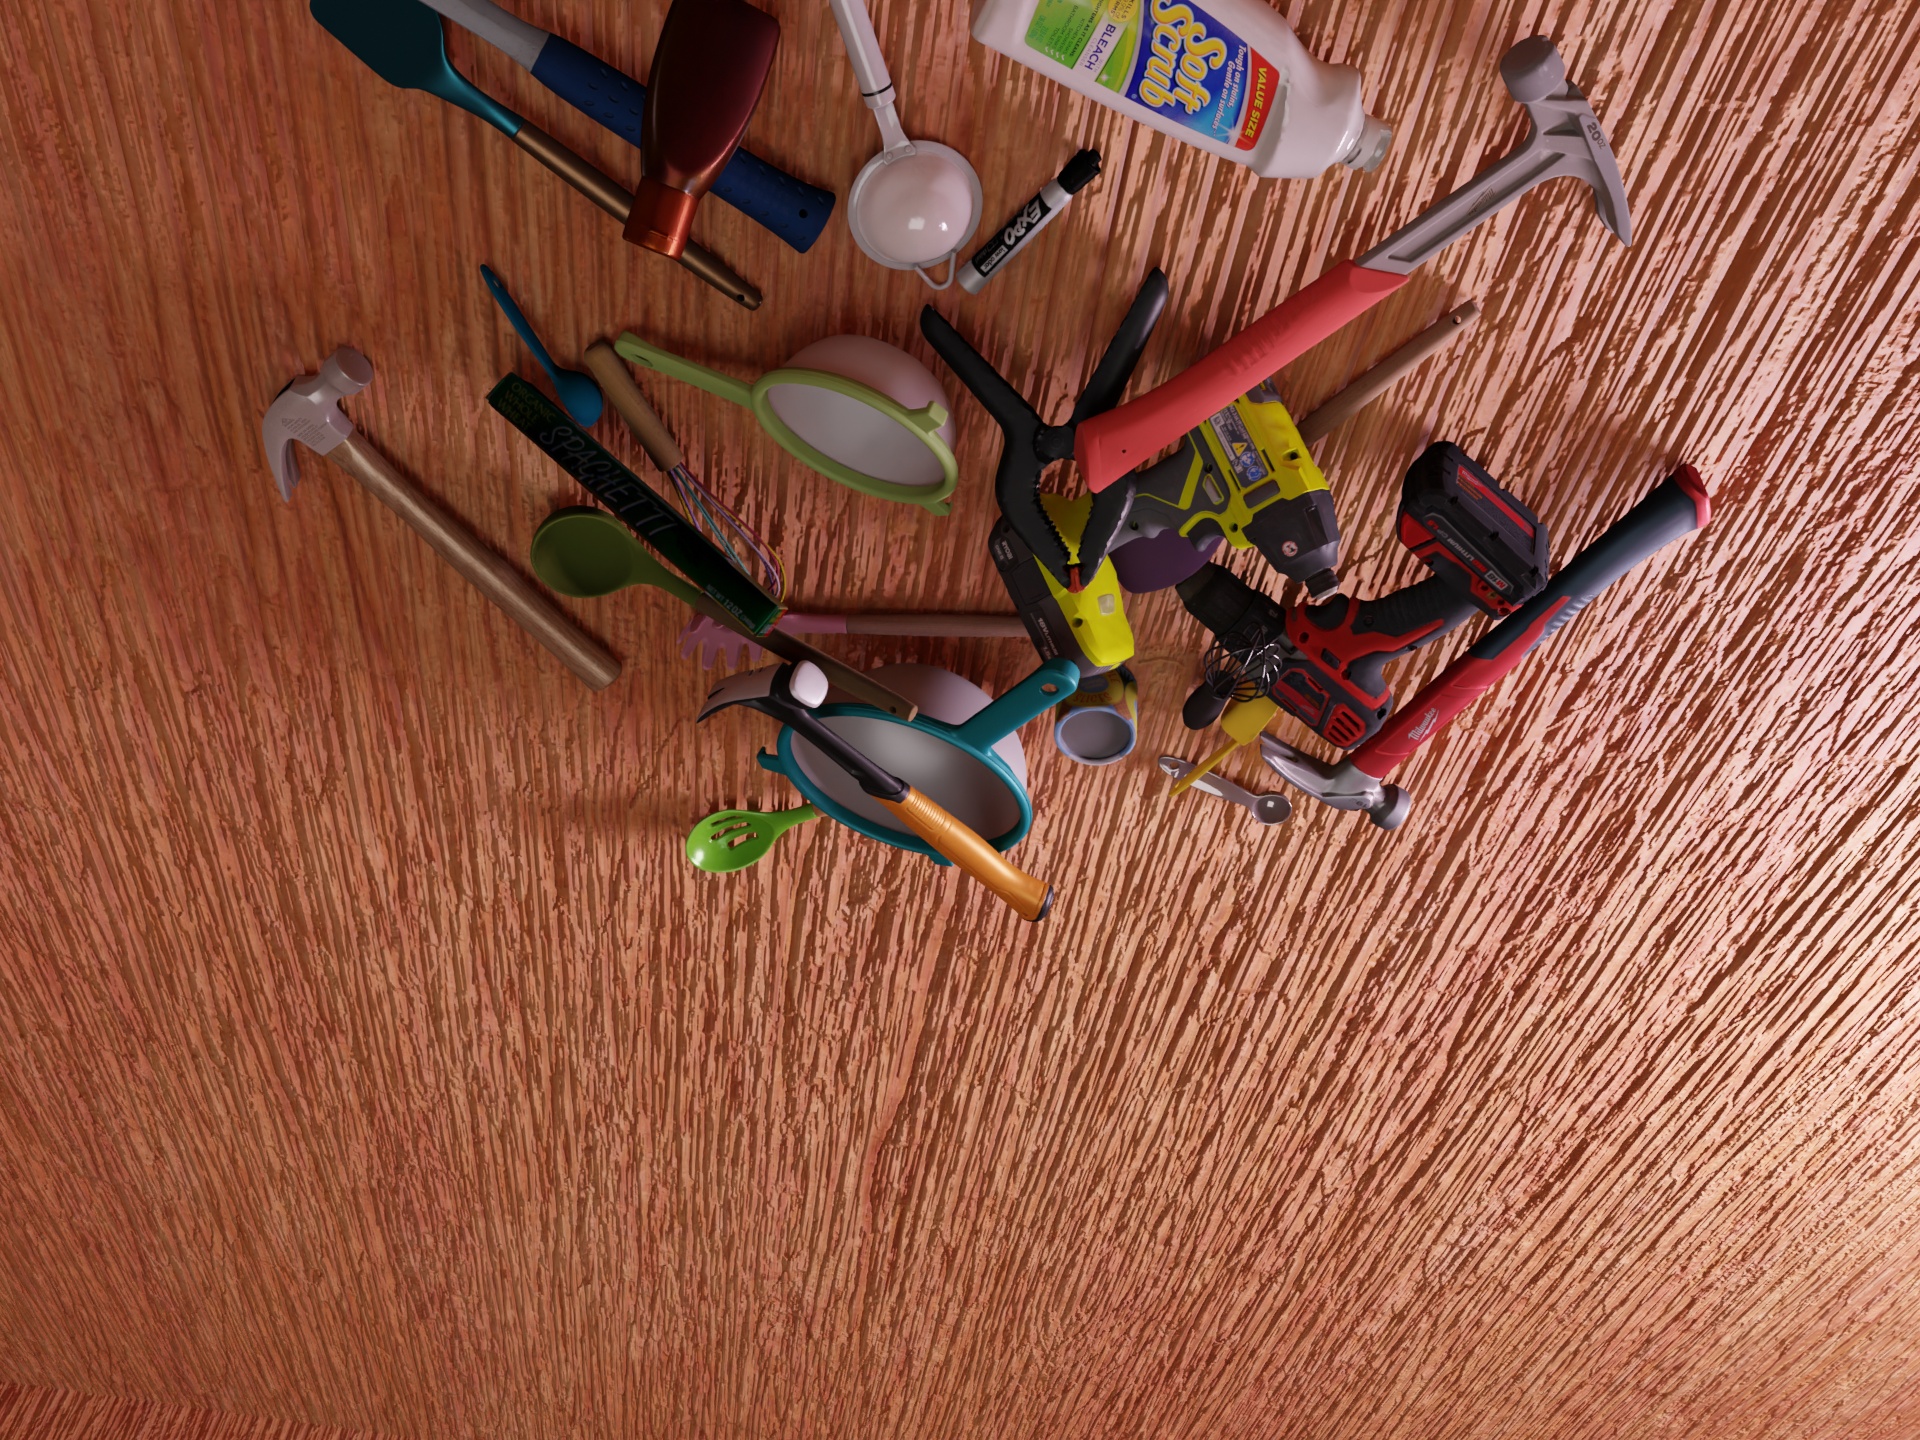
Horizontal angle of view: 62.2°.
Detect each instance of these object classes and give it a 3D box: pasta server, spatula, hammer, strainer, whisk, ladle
[{"bbox_3d":[-0.062,-0.069,1.244,0.316,0.040,0.060,1,149,4],"label":"pasta server"},{"bbox_3d":[0.225,-0.186,1.107,0.316,0.018,0.060,-37,90,32],"label":"spatula"},{"bbox_3d":[-0.389,-0.133,1.222,0.130,0.031,0.331,-25,126,27],"label":"hammer"},{"bbox_3d":[-0.109,-0.233,1.081,0.256,0.069,0.151,23,165,8],"label":"strainer"},{"bbox_3d":[0.195,-0.023,1.182,0.055,0.055,0.239,7,168,-1],"label":"whisk"},{"bbox_3d":[-0.258,-0.391,0.928,0.405,0.035,0.144,26,96,-24],"label":"hammer"},{"bbox_3d":[0.394,-0.058,1.202,0.143,0.038,0.386,27,131,-16],"label":"hammer"},{"bbox_3d":[-0.047,-0.367,0.955,0.087,0.050,0.258,-20,127,3],"label":"strainer"},{"bbox_3d":[-0.252,-0.361,0.996,0.317,0.044,0.082,33,128,-29],"label":"spatula"},{"bbox_3d":[-0.198,-0.173,1.163,0.047,0.051,0.244,-30,123,3],"label":"whisk"},{"bbox_3d":[-0.176,-0.071,1.164,0.320,0.062,0.078,28,131,15],"label":"ladle"},{"bbox_3d":[0.227,-0.248,0.977,0.359,0.037,0.149,-33,131,16],"label":"hammer"},{"bbox_3d":[-0.002,-0.004,1.223,0.211,0.095,0.340,31,147,-17],"label":"strainer"},{"bbox_3d":[-0.048,0.064,1.226,0.127,0.034,0.336,-10,140,46],"label":"hammer"}]

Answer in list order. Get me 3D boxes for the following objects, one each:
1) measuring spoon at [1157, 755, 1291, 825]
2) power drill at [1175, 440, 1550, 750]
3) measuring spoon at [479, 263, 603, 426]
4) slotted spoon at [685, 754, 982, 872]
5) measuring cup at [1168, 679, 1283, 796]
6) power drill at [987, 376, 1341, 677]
[{"bbox_3d":[0.224,0.054,1.348,0.124,0.018,0.034,24,127,-7],"label":"measuring spoon"},{"bbox_3d":[0.283,-0.096,1.143,0.188,0.080,0.226,39,130,-8],"label":"power drill"},{"bbox_3d":[-0.283,-0.260,1.090,0.021,0.042,0.128,-25,120,13],"label":"measuring spoon"},{"bbox_3d":[-0.102,0.072,1.392,0.314,0.031,0.070,-18,128,20],"label":"slotted spoon"},{"bbox_3d":[0.205,0.015,1.288,0.029,0.062,0.156,39,135,-4],"label":"measuring cup"},{"bbox_3d":[0.143,-0.125,1.092,0.223,0.080,0.171,-29,83,33],"label":"power drill"}]
